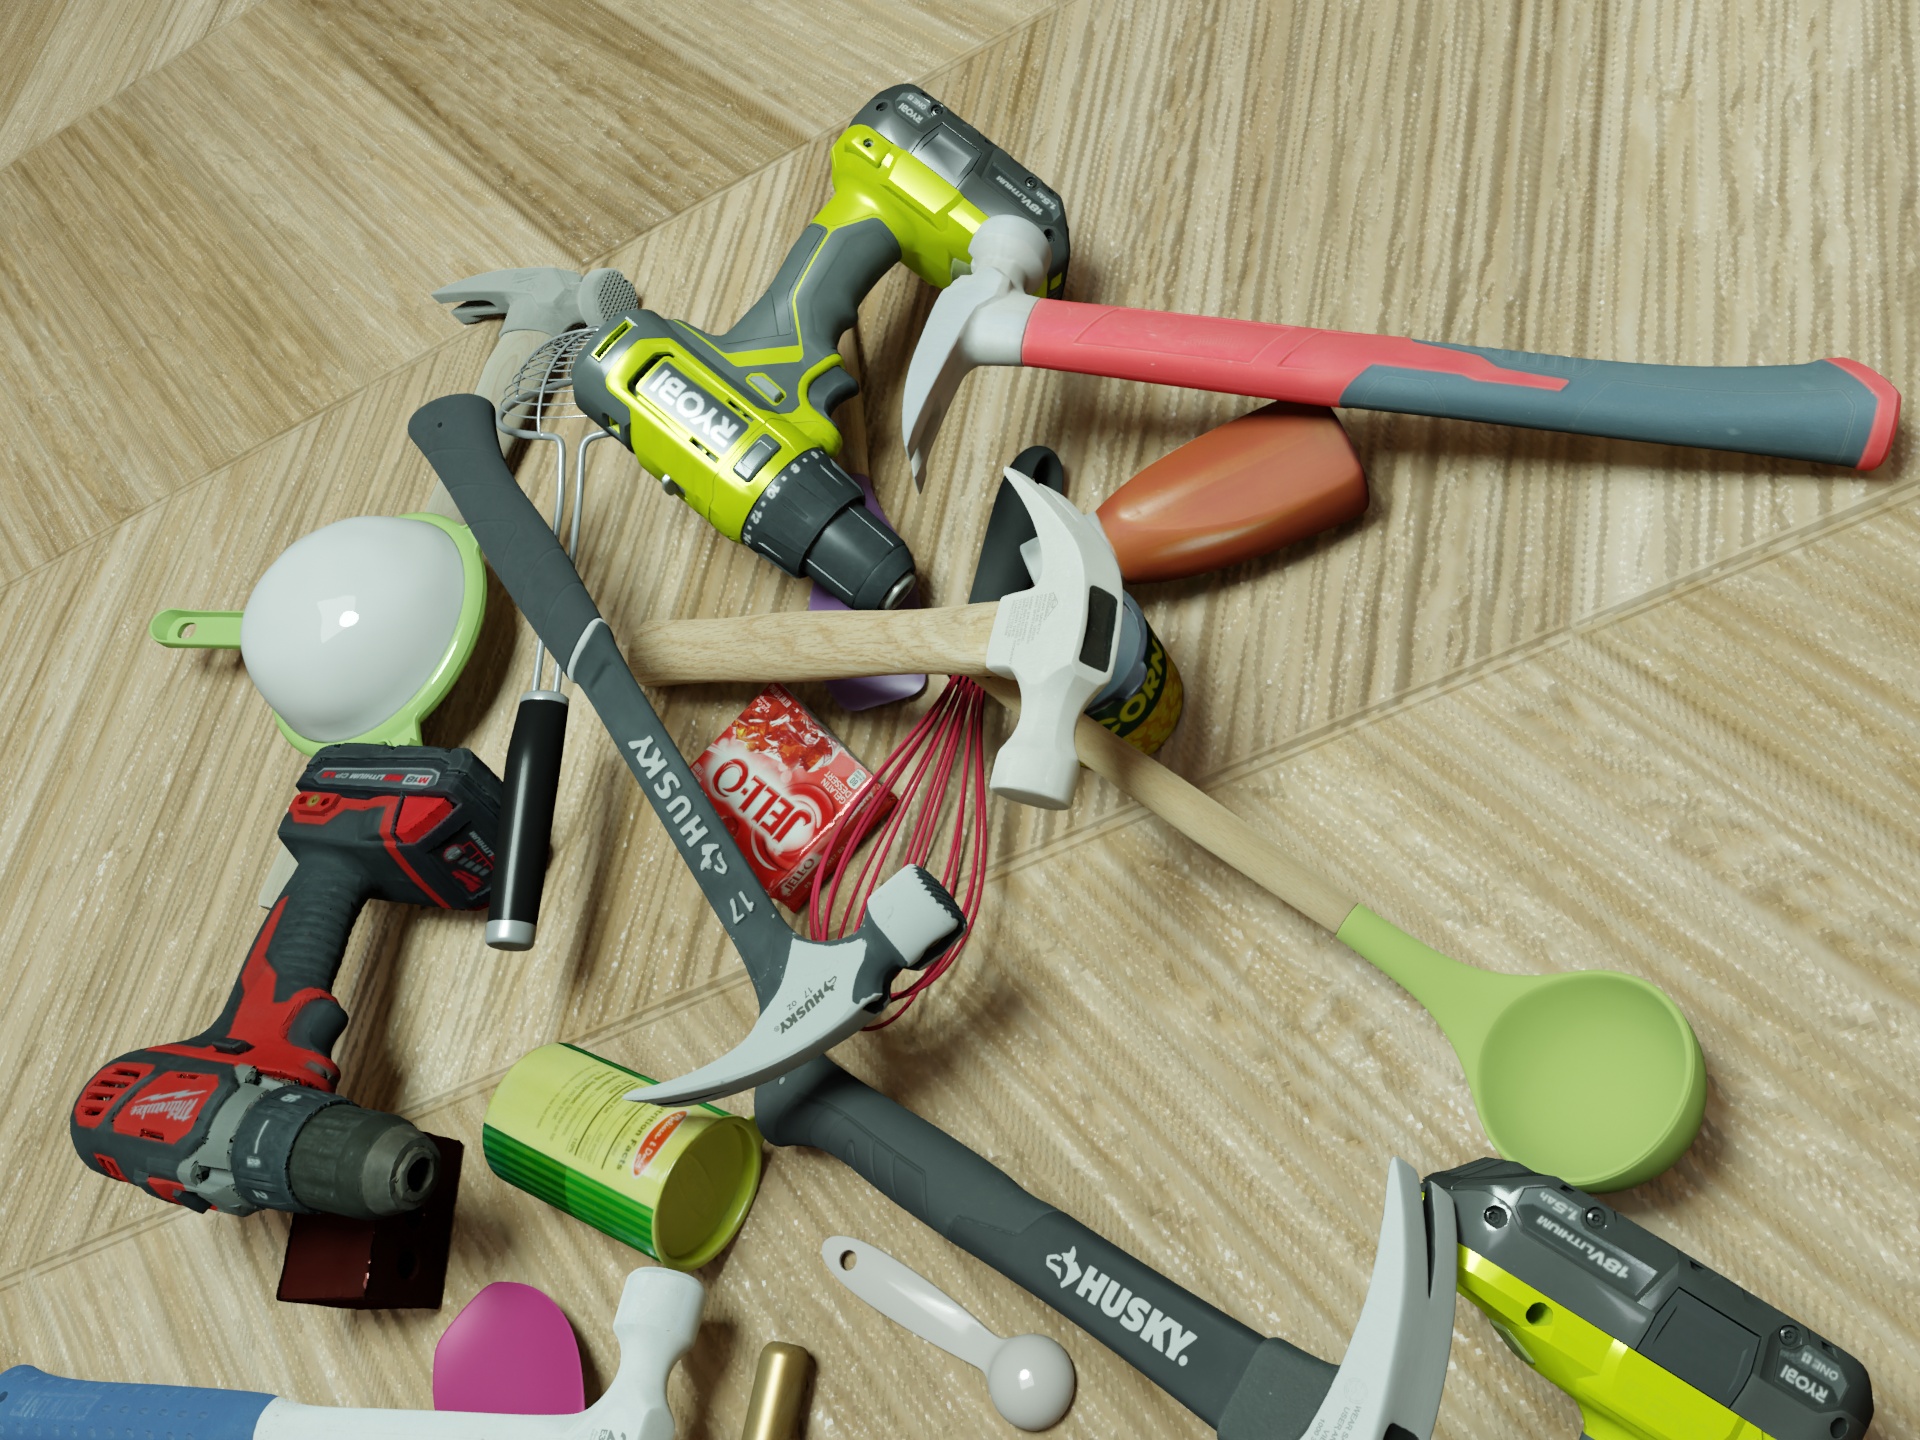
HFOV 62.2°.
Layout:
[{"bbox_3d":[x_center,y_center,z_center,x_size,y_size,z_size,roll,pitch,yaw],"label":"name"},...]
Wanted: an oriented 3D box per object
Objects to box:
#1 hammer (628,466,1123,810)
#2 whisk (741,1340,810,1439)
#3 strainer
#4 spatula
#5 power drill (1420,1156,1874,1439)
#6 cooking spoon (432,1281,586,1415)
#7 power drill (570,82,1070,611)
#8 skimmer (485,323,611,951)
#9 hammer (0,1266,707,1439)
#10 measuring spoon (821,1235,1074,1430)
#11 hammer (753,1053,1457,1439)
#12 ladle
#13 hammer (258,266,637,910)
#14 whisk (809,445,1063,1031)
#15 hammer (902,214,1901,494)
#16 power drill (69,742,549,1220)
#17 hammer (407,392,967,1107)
[{"bbox_3d":[-0.055,-0.035,0.697,0.331,0.031,0.130,2,73,50],"label":"hammer"},{"bbox_3d":[-0.089,0.359,0.586,0.051,0.047,0.245,-2,62,26],"label":"whisk"},{"bbox_3d":[-0.379,-0.061,0.876,0.256,0.069,0.152,3,68,28],"label":"strainer"},{"bbox_3d":[-0.060,-0.145,0.835,0.060,0.018,0.316,-15,61,14],"label":"spatula"},{"bbox_3d":[0.152,0.254,0.477,0.171,0.080,0.223,31,81,11],"label":"power drill"},{"bbox_3d":[-0.124,0.317,0.604,0.069,0.017,0.319,-49,42,-15],"label":"cooking spoon"},{"bbox_3d":[-0.050,-0.180,0.784,0.190,0.080,0.228,39,79,7],"label":"power drill"},{"bbox_3d":[-0.193,-0.055,0.813,0.127,0.090,0.364,-2,68,9],"label":"skimmer"},{"bbox_3d":[-0.293,0.311,0.685,0.405,0.035,0.144,-11,46,27],"label":"hammer"},{"bbox_3d":[-0.011,0.234,0.623,0.124,0.018,0.034,21,77,33],"label":"measuring spoon"},{"bbox_3d":[0.022,0.174,0.558,0.335,0.035,0.146,15,70,54],"label":"hammer"},{"bbox_3d":[0.121,0.056,0.590,0.320,0.062,0.078,35,86,22],"label":"ladle"},{"bbox_3d":[-0.315,-0.085,0.918,0.146,0.038,0.411,6,69,30],"label":"hammer"},{"bbox_3d":[-0.001,-0.002,0.713,0.073,0.073,0.296,5,63,28],"label":"whisk"},{"bbox_3d":[0.168,-0.132,0.655,0.386,0.038,0.143,11,60,17],"label":"hammer"},{"bbox_3d":[-0.280,0.122,0.735,0.188,0.080,0.227,2,50,26],"label":"power drill"},{"bbox_3d":[-0.161,-0.013,0.710,0.149,0.036,0.409,-41,60,6],"label":"hammer"}]
